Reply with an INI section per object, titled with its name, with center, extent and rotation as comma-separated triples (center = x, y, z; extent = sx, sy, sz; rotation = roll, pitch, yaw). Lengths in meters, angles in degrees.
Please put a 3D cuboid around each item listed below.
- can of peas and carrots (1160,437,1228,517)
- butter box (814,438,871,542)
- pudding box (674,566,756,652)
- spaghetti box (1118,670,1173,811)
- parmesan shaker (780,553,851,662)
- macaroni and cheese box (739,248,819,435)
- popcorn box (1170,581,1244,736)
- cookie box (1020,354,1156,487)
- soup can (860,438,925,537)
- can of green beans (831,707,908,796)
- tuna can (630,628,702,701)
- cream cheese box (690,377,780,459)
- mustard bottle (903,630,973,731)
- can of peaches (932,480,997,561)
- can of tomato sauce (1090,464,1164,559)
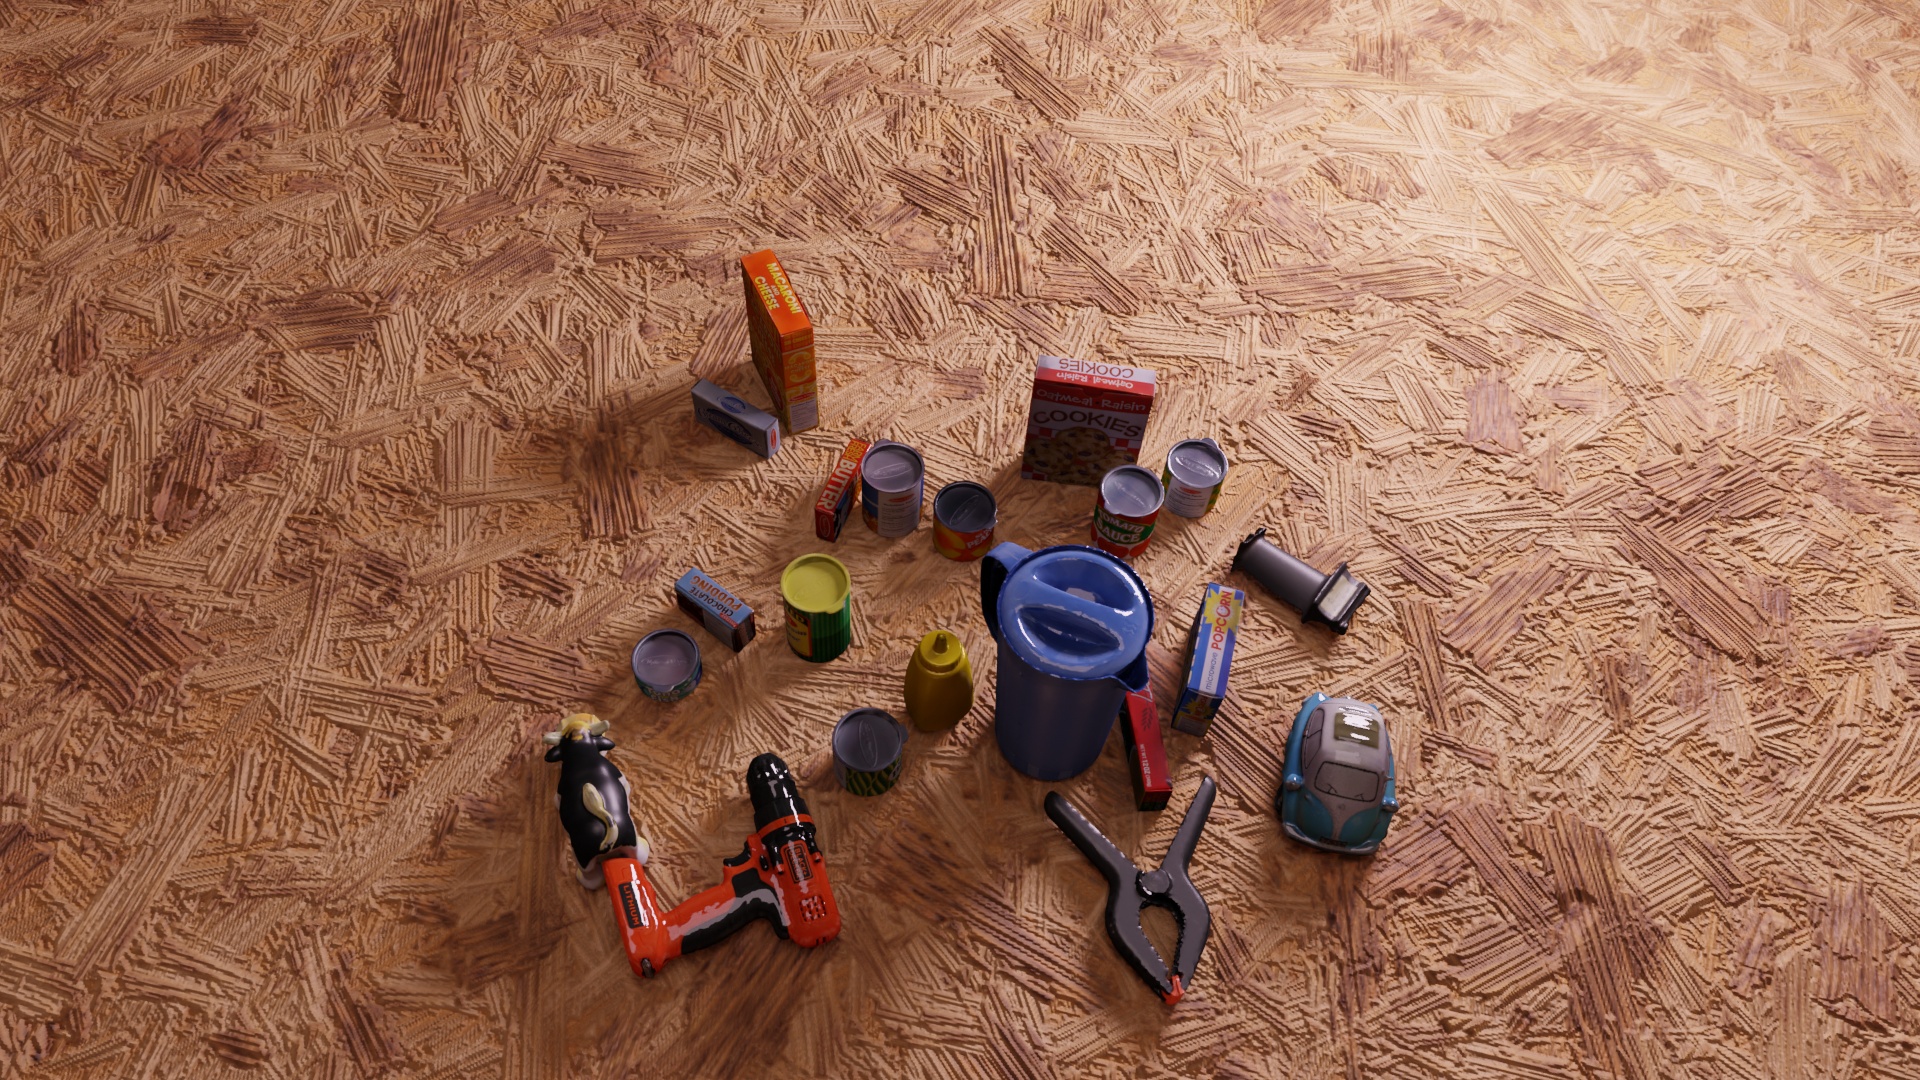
[can of peas and carrots]
center = 0.252, -0.069, 1.505
extent = 0.071, 0.058, 0.071
rotation = 2, 56, -2
[butter box]
center = -0.124, -0.054, 1.474
extent = 0.024, 0.052, 0.104
rotation = 19, 57, 9
[pudding box]
center = -0.245, 0.069, 1.385
extent = 0.084, 0.049, 0.030
rotation = 34, 61, 18
[spaghetti box]
center = 0.169, 0.141, 1.363
extent = 0.029, 0.050, 0.251
rotation = -3, 56, -6
[parmesan shaker]
center = -0.139, 0.070, 1.359
extent = 0.071, 0.102, 0.071
rotation = 2, 56, -2
[macaroni and cheese box]
center = -0.195, -0.214, 1.511
extent = 0.040, 0.165, 0.124
rotation = -20, 59, -16
[popcorn box]
center = 0.242, 0.117, 1.362
extent = 0.038, 0.084, 0.127
rotation = 15, 56, 6
[cookie box]
center = 0.132, -0.121, 1.467
extent = 0.123, 0.166, 0.040
rotation = 8, 56, 2
[soup can]
center = -0.072, -0.055, 1.460
extent = 0.071, 0.083, 0.072
rotation = 2, 56, -2
[can of green beans]
center = -0.087, 0.199, 1.302
extent = 0.071, 0.057, 0.071
rotation = 2, 56, -2
[tuna can]
center = -0.286, 0.124, 1.355
extent = 0.071, 0.032, 0.071
rotation = 2, 56, -2
[cream cheese box]
center = -0.246, -0.133, 1.520
extent = 0.104, 0.053, 0.024
rotation = 29, 59, 15
[mustard bottle]
center = -0.019, 0.123, 1.296
extent = 0.065, 0.159, 0.049
rotation = -19, 59, -15
[can of peaches]
center = 0.005, -0.018, 1.455
extent = 0.071, 0.057, 0.071
rotation = 2, 56, -2
[can of tomato sauce]
center = 0.173, -0.027, 1.457
extent = 0.071, 0.082, 0.071
rotation = 2, 56, -2
